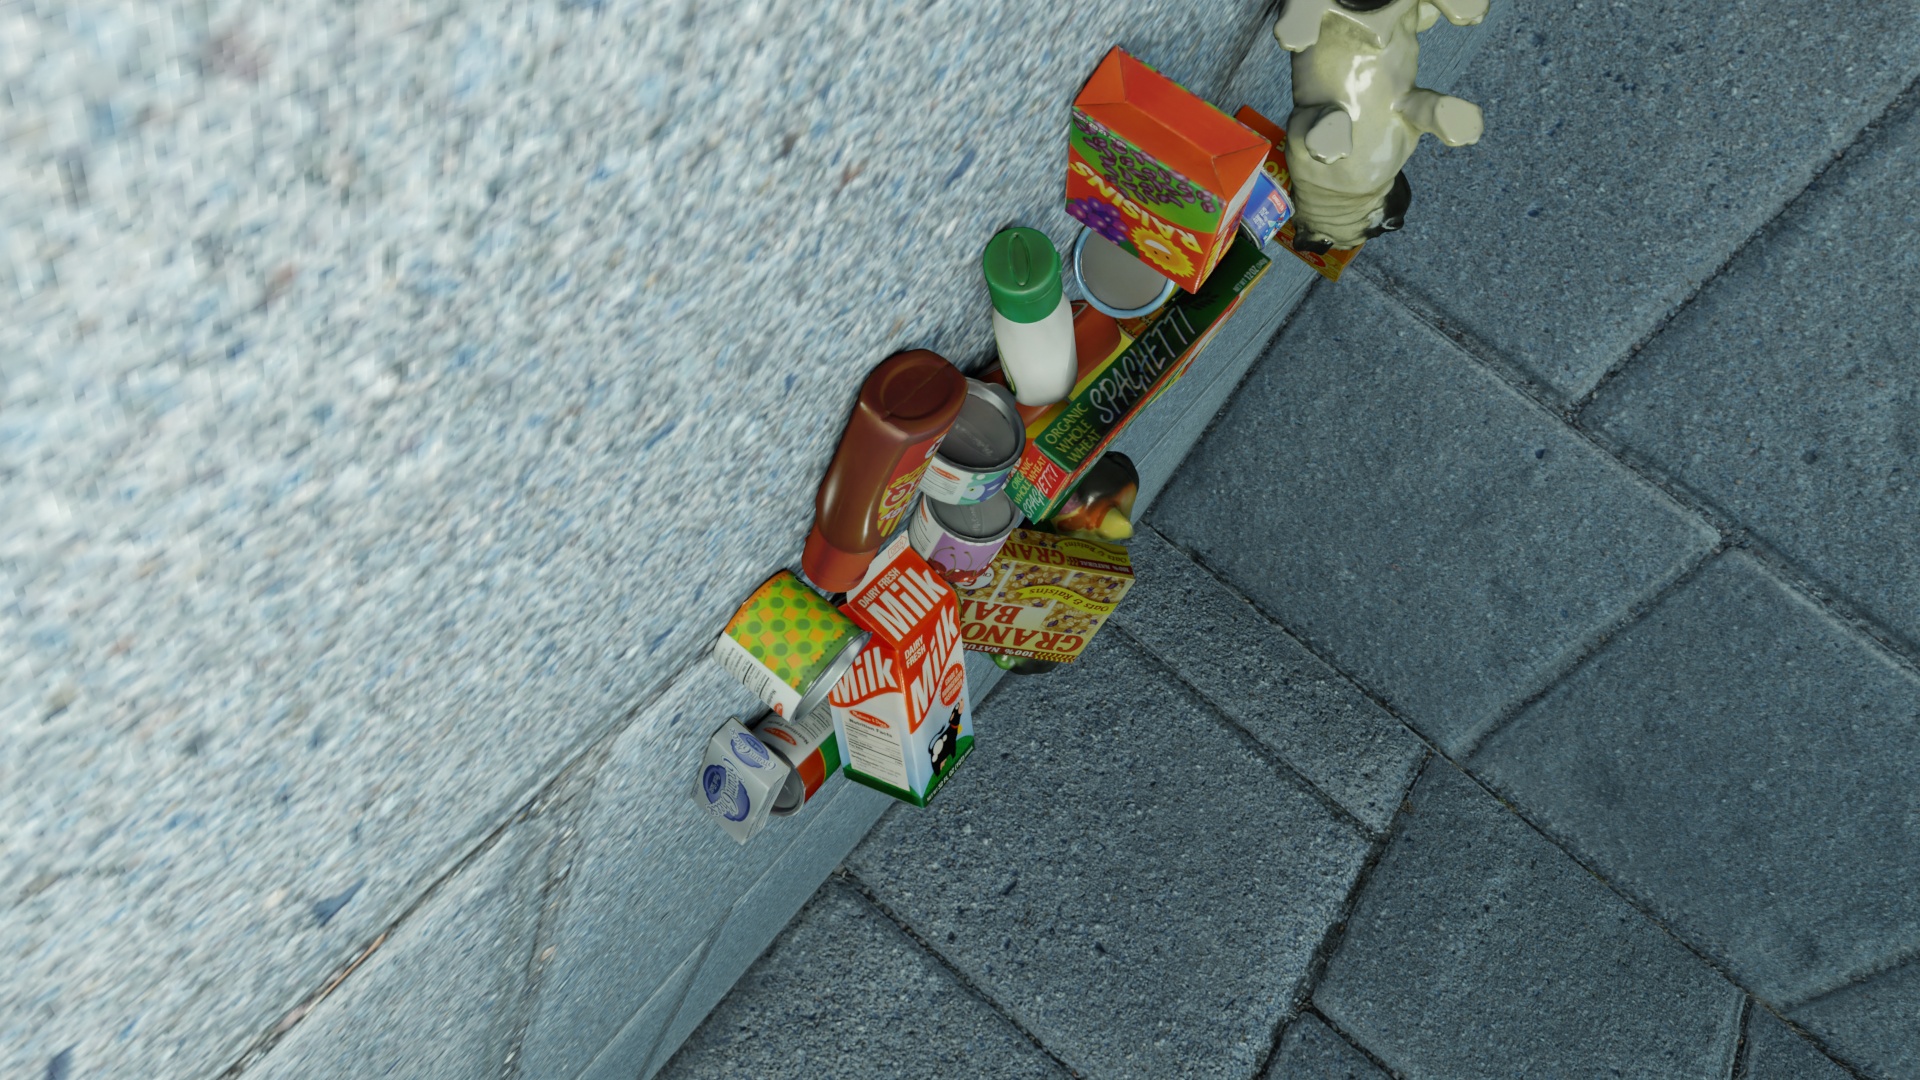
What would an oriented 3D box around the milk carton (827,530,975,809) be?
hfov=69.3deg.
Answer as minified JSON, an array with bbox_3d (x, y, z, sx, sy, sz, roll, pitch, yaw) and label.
[{"bbox_3d":[-0.046,0.088,0.967,0.073,0.073,0.189,-45,140,-41],"label":"milk carton"}]

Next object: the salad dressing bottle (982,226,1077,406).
[{"bbox_3d":[0.037,-0.117,0.735,0.044,0.064,0.147,-7,165,5],"label":"salad dressing bottle"}]

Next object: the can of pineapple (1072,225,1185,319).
[{"bbox_3d":[0.106,-0.170,0.838,0.070,0.071,0.058,-56,170,31],"label":"can of pineapple"}]

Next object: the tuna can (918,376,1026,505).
[{"bbox_3d":[0.001,-0.056,0.757,0.071,0.071,0.032,-45,171,-39],"label":"tuna can"}]

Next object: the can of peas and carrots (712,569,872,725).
[{"bbox_3d":[-0.092,0.057,0.767,0.071,0.059,0.071,-51,173,-9],"label":"can of peas and carrots"}]

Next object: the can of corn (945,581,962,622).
[{"bbox_3d":[-0.038,0.066,1.076,0.071,0.071,0.058,-44,168,-44],"label":"can of corn"}]

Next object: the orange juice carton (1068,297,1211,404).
[{"bbox_3d":[0.149,-0.162,1.095,0.194,0.072,0.072,-41,167,-52],"label":"orange juice carton"}]

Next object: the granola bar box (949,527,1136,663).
[{"bbox_3d":[0.043,0.044,1.153,0.123,0.166,0.039,121,-30,-43],"label":"granola bar box"}]

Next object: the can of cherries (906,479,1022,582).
[{"bbox_3d":[0.003,-0.012,0.954,0.072,0.071,0.058,-46,170,-35],"label":"can of cherries"}]

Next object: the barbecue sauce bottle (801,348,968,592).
[{"bbox_3d":[-0.045,-0.029,0.700,0.065,0.044,0.147,-46,171,-41],"label":"barbecue sauce bottle"}]

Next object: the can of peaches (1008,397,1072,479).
[{"bbox_3d":[0.038,-0.075,0.910,0.071,0.058,0.071,-50,172,-9],"label":"can of peaches"}]

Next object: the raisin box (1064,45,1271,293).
[{"bbox_3d":[0.096,-0.176,0.675,0.040,0.086,0.123,-55,173,-6],"label":"raisin box"}]

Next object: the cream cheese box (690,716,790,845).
[{"bbox_3d":[-0.151,0.165,0.946,0.024,0.053,0.103,-43,169,-36],"label":"cream cheese box"}]

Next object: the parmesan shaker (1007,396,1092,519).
[{"bbox_3d":[0.079,-0.073,1.104,0.102,0.071,0.071,-55,171,27],"label":"parmesan shaker"}]

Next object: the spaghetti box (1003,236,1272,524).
[{"bbox_3d":[0.108,-0.099,0.808,0.251,0.029,0.050,-45,172,-37],"label":"spaghetti box"}]

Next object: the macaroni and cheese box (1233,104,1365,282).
[{"bbox_3d":[0.252,-0.258,1.055,0.040,0.124,0.166,-54,172,7],"label":"macaroni and cheese box"}]

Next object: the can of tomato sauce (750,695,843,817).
[{"bbox_3d":[-0.120,0.153,1.016,0.083,0.071,0.070,-43,168,-51],"label":"can of tomato sauce"}]

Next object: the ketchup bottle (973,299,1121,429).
[{"bbox_3d":[0.033,-0.091,0.839,0.149,0.043,0.064,-43,-163,-32],"label":"ketchup bottle"}]
